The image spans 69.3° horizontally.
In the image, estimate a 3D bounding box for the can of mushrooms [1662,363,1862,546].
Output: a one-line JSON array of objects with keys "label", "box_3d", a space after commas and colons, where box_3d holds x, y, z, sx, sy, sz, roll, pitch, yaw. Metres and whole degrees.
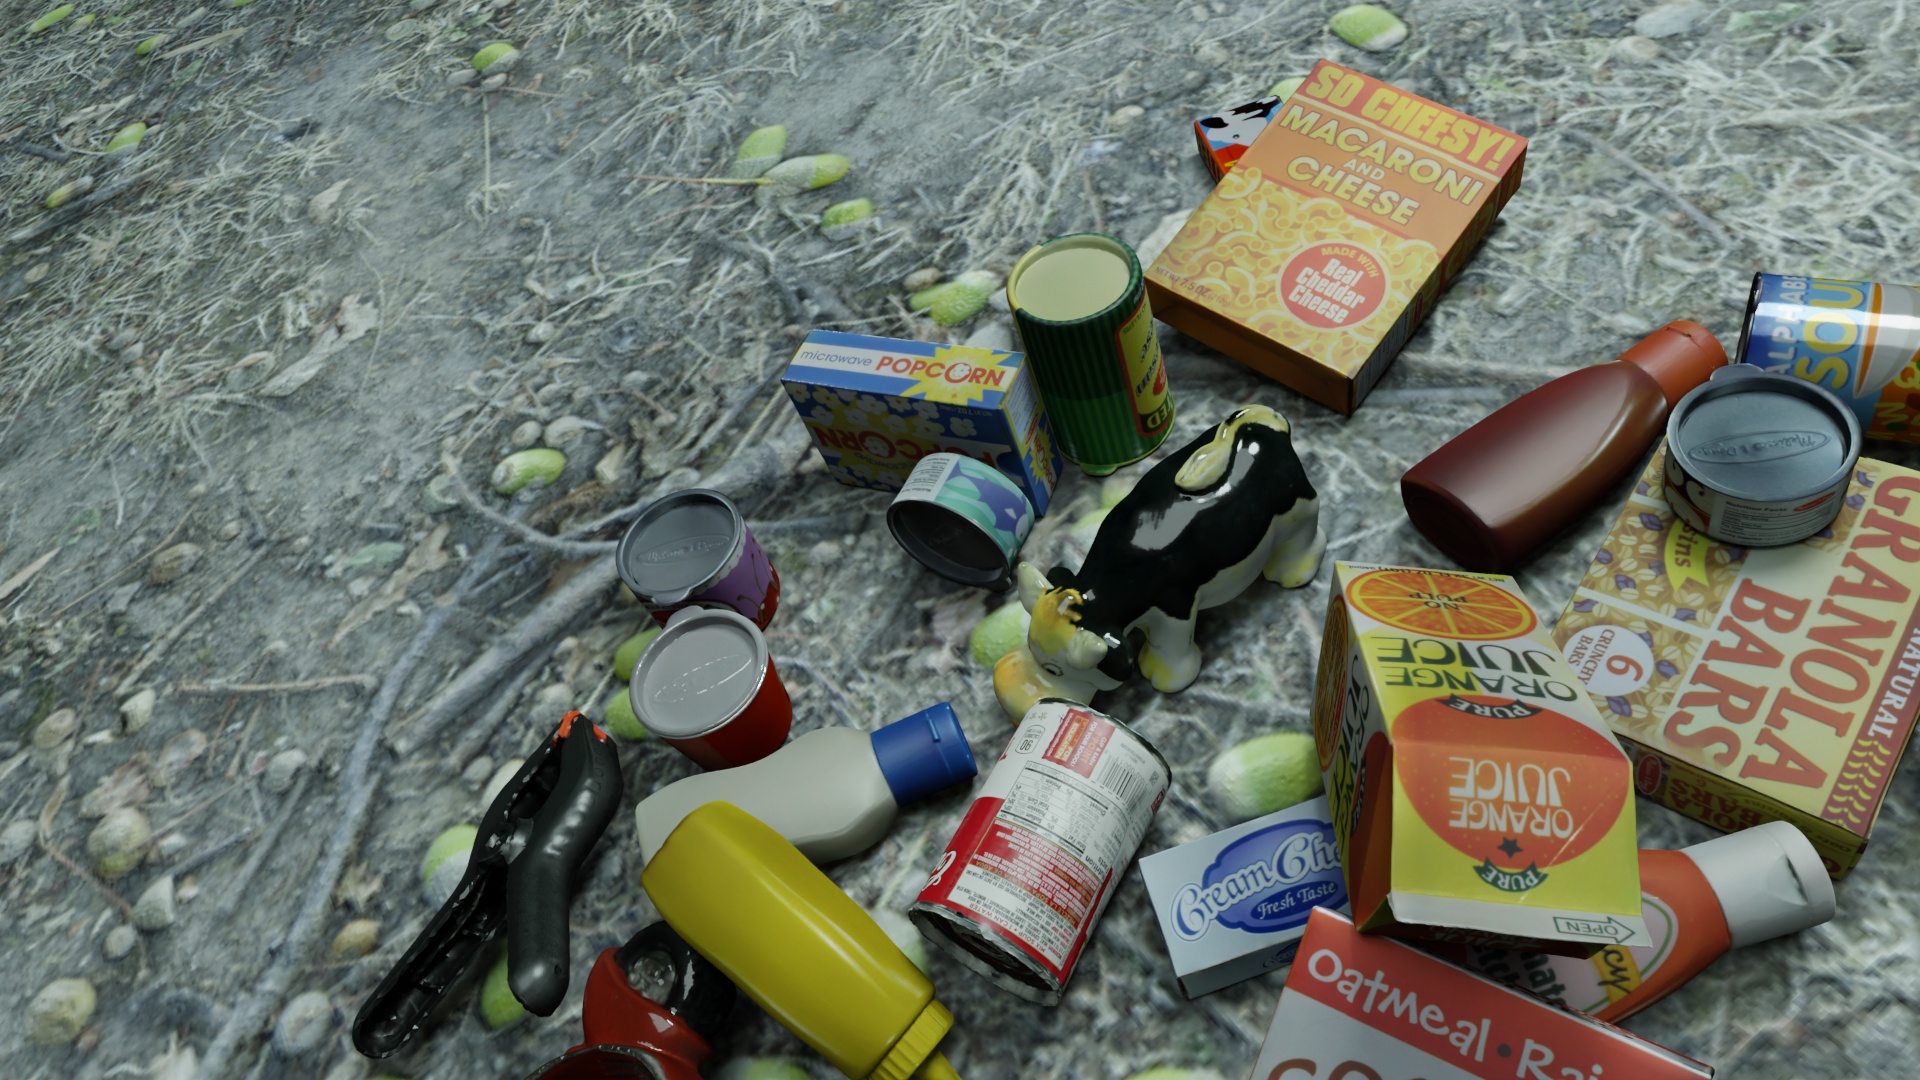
[{"label": "can of mushrooms", "box_3d": [0.315, -0.034, 0.550, 0.071, 0.033, 0.071, -11, 50, 13]}]

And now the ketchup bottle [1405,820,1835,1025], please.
[{"label": "ketchup bottle", "box_3d": [0.224, 0.138, 0.490, 0.149, 0.043, 0.065, -19, 76, 4]}]

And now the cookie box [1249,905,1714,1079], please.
[{"label": "cookie box", "box_3d": [0.142, 0.216, 0.431, 0.123, 0.040, 0.167, 18, 81, 30]}]

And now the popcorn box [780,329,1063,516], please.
[{"label": "popcorn box", "box_3d": [-0.019, -0.060, 0.706, 0.127, 0.085, 0.038, 10, 57, 26]}]

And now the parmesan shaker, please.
[{"label": "parmesan shaker", "box_3d": [0.066, -0.091, 0.689, 0.071, 0.102, 0.072, -10, 51, 12]}]

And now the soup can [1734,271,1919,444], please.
[{"label": "soup can", "box_3d": [0.379, -0.079, 0.591, 0.084, 0.071, 0.071, 11, 58, 26]}]

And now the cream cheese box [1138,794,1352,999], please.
[{"label": "cream cheese box", "box_3d": [0.126, 0.135, 0.543, 0.104, 0.024, 0.053, -20, 48, 3]}]

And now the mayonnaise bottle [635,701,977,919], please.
[{"label": "mayonnaise bottle", "box_3d": [-0.066, 0.117, 0.614, 0.148, 0.041, 0.065, -23, 56, -1]}]

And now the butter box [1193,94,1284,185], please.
[{"label": "butter box", "box_3d": [0.175, -0.213, 0.798, 0.053, 0.024, 0.104, -17, 50, 4]}]

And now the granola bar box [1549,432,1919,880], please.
[{"label": "granola bar box", "box_3d": [0.314, 0.031, 0.548, 0.124, 0.039, 0.166, 24, 64, 33]}]

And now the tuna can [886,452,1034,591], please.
[{"label": "tuna can", "box_3d": [0.002, -0.008, 0.673, 0.071, 0.070, 0.033, 14, 59, 28]}]

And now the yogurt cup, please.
[{"label": "yogurt cup", "box_3d": [-0.114, 0.075, 0.654, 0.072, 0.053, 0.073, -10, 51, 12]}]

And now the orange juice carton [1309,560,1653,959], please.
[{"label": "orange juice carton", "box_3d": [0.169, 0.076, 0.475, 0.072, 0.072, 0.193, 5, 21, 6]}]

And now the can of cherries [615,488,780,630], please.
[{"label": "can of cherries", "box_3d": [-0.132, 0.019, 0.702, 0.071, 0.058, 0.072, -9, 51, 11]}]

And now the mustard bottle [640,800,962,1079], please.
[{"label": "mustard bottle", "box_3d": [-0.052, 0.169, 0.543, 0.160, 0.065, 0.049, 39, 91, 12]}]

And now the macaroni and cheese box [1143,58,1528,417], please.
[{"label": "macaroni and cheese box", "box_3d": [0.193, -0.160, 0.718, 0.124, 0.040, 0.167, 33, 74, 25]}]

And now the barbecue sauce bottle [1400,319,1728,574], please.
[{"label": "barbecue sauce bottle", "box_3d": [0.273, -0.046, 0.620, 0.149, 0.043, 0.065, -33, 37, -9]}]
